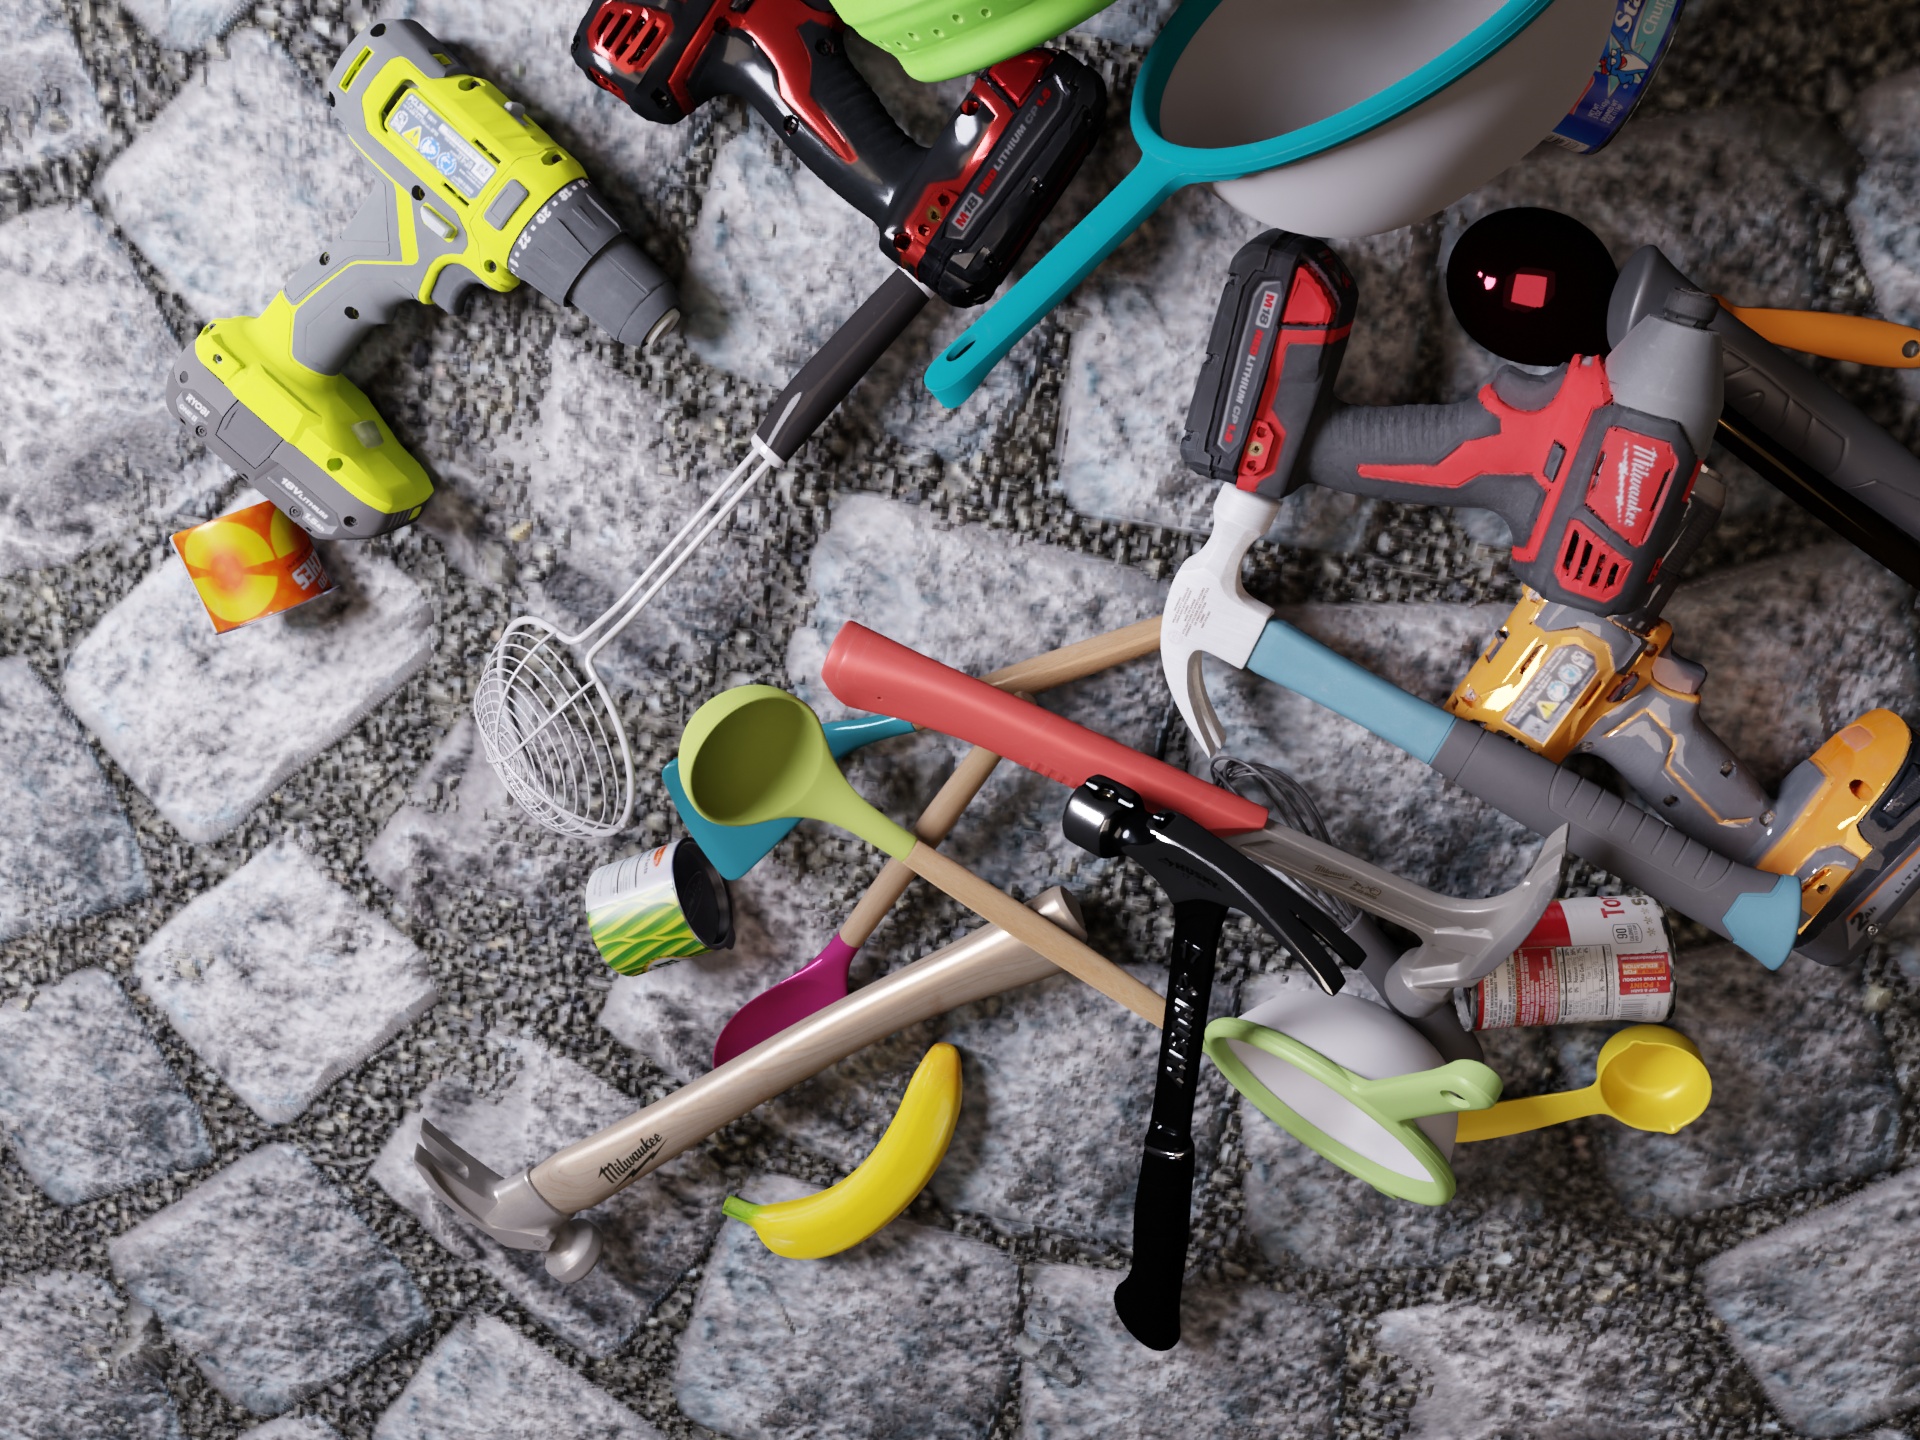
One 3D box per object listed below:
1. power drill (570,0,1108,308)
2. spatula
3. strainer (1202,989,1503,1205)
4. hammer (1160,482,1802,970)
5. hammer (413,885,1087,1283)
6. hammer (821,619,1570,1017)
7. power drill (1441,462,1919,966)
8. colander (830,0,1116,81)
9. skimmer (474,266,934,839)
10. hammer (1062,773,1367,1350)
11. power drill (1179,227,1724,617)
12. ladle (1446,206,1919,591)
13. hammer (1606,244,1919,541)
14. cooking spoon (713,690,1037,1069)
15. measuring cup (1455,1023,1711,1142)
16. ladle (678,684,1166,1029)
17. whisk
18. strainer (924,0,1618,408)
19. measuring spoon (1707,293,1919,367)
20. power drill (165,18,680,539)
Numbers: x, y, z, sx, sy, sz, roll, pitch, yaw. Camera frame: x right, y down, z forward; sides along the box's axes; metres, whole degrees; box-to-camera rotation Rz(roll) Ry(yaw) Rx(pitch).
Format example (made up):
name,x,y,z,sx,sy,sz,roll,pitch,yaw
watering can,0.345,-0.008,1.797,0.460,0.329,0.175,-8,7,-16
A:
name,x,y,z,sx,sy,sz,roll,pitch,yaw
power drill,-0.041,-0.319,0.725,0.226,0.080,0.188,35,97,-2
spatula,-0.001,-0.003,0.850,0.317,0.044,0.082,-20,117,13
strainer,0.218,0.172,0.803,0.151,0.256,0.069,38,72,4
hammer,0.245,0.016,0.764,0.331,0.033,0.128,31,116,13
hammer,-0.116,0.196,0.915,0.410,0.038,0.146,-30,124,12
hammer,0.102,0.031,0.778,0.359,0.037,0.149,24,141,4
power drill,0.373,-0.006,0.778,0.226,0.084,0.185,31,110,2
colander,0.082,-0.356,0.620,0.397,0.205,0.094,-30,119,-2
skimmer,-0.129,-0.089,0.841,0.363,0.090,0.127,-47,69,9
hammer,0.116,0.214,0.839,0.149,0.036,0.408,28,137,30
power drill,0.224,-0.145,0.721,0.220,0.078,0.143,21,116,15
ladle,0.367,-0.139,0.760,0.315,0.031,0.069,34,108,-6
hammer,0.438,-0.113,0.735,0.334,0.035,0.146,33,104,-7
cooking spoon,-0.049,0.105,0.892,0.068,0.017,0.318,24,118,-24
measuring cup,0.336,0.208,0.890,0.156,0.029,0.062,-21,105,27
ladle,-0.004,0.085,0.830,0.320,0.062,0.078,34,98,-9
whisk,0.211,0.108,0.857,0.055,0.055,0.239,-38,104,18
strainer,0.136,-0.228,0.662,0.340,0.211,0.095,-42,126,6
measuring spoon,0.402,-0.182,0.746,0.117,0.011,0.021,11,110,4
power drill,-0.271,-0.202,0.803,0.190,0.080,0.228,42,107,-7
